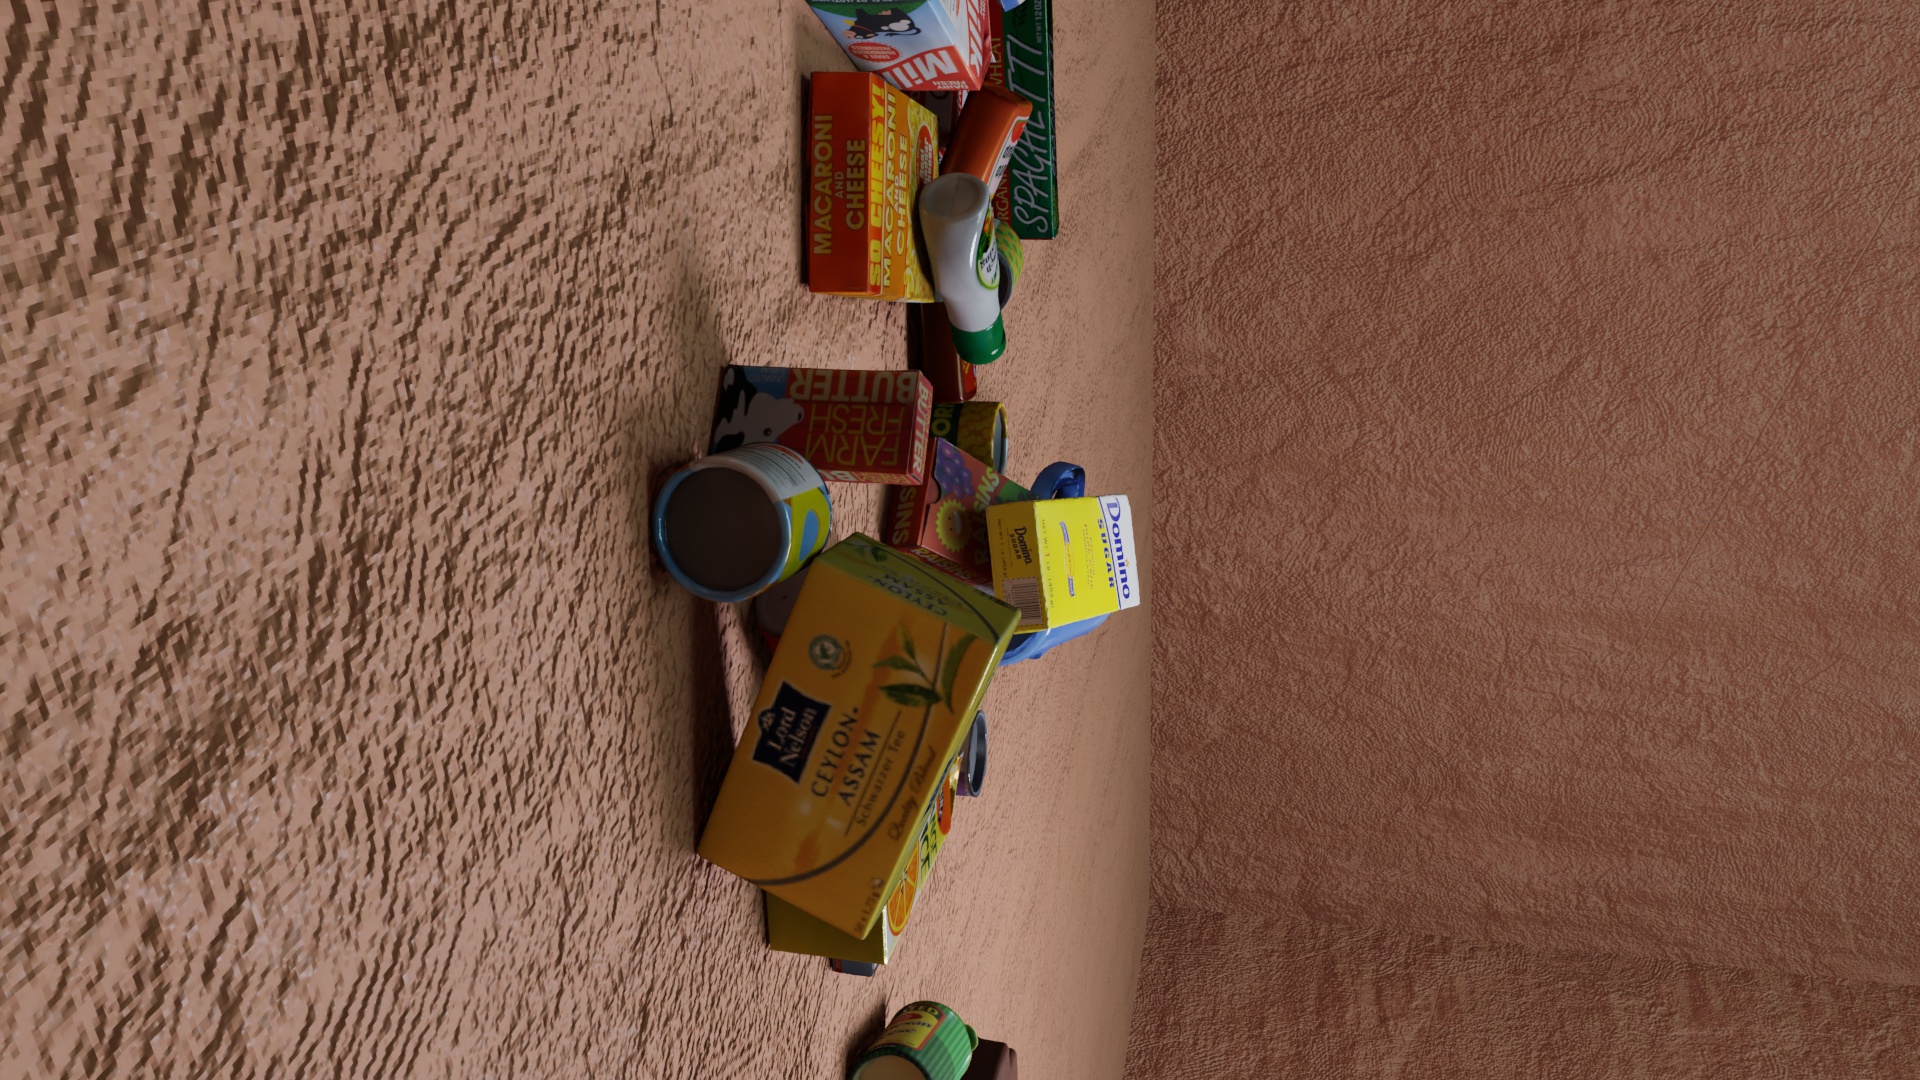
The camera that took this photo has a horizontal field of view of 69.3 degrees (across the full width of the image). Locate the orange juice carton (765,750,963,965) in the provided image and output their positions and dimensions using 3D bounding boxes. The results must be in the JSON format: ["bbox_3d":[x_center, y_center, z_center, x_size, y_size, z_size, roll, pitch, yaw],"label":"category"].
[{"bbox_3d":[-0.053,0.169,0.852,0.193,0.072,0.072,-54,146,-67],"label":"orange juice carton"}]

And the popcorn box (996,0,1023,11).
[{"bbox_3d":[0.002,-0.415,0.897,0.127,0.038,0.085,56,9,9],"label":"popcorn box"}]

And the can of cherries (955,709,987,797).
[{"bbox_3d":[-0.014,0.161,1.057,0.071,0.058,0.071,0,92,-78],"label":"can of cherries"}]

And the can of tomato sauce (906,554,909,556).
[{"bbox_3d":[-0.051,0.054,0.848,0.083,0.071,0.071,-53,144,-67],"label":"can of tomato sauce"}]

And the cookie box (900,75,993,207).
[{"bbox_3d":[-0.005,-0.333,1.033,0.167,0.040,0.123,21,72,-78],"label":"cookie box"}]

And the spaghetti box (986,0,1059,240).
[{"bbox_3d":[0.045,-0.347,1.042,0.029,0.050,0.248,-66,156,-57],"label":"spaghetti box"}]

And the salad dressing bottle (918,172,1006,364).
[{"bbox_3d":[0.005,-0.176,0.921,0.147,0.044,0.064,76,20,-58],"label":"salad dressing bottle"}]

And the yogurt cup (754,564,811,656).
[{"bbox_3d":[-0.076,0.044,0.749,0.053,0.072,0.073,65,30,-49],"label":"yogurt cup"}]

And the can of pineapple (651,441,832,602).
[{"bbox_3d":[-0.099,-0.007,0.630,0.058,0.071,0.071,-35,127,-74],"label":"can of pineapple"}]

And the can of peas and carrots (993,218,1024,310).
[{"bbox_3d":[0.013,-0.209,1.078,0.059,0.071,0.070,-69,158,-56],"label":"can of peas and carrots"}]

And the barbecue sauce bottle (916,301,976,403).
[{"bbox_3d":[-0.011,-0.179,1.027,0.065,0.044,0.148,-69,158,-72],"label":"barbecue sauce bottle"}]

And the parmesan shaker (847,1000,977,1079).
[{"bbox_3d":[-0.033,0.375,0.987,0.103,0.071,0.071,3,89,-77],"label":"parmesan shaker"}]

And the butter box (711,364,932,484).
[{"bbox_3d":[-0.067,-0.056,0.672,0.024,0.103,0.053,50,46,-71],"label":"butter box"}]

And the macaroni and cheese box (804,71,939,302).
[{"bbox_3d":[-0.051,-0.210,0.853,0.167,0.040,0.123,-32,124,-75],"label":"macaroni and cheese box"}]

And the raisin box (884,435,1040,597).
[{"bbox_3d":[0.004,-0.013,1.018,0.123,0.040,0.086,28,62,-42],"label":"raisin box"}]

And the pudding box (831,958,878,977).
[{"bbox_3d":[-0.065,0.234,0.906,0.050,0.030,0.083,-54,145,-66],"label":"pudding box"}]

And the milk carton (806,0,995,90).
[{"bbox_3d":[-0.031,-0.328,0.848,0.190,0.072,0.073,11,82,-76],"label":"milk carton"}]

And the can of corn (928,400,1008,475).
[{"bbox_3d":[0.003,-0.077,1.077,0.071,0.058,0.071,1,92,-78],"label":"can of corn"}]

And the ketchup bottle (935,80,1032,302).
[{"bbox_3d":[0.000,-0.238,0.954,0.065,0.043,0.148,-66,-179,-68],"label":"ketchup bottle"}]
